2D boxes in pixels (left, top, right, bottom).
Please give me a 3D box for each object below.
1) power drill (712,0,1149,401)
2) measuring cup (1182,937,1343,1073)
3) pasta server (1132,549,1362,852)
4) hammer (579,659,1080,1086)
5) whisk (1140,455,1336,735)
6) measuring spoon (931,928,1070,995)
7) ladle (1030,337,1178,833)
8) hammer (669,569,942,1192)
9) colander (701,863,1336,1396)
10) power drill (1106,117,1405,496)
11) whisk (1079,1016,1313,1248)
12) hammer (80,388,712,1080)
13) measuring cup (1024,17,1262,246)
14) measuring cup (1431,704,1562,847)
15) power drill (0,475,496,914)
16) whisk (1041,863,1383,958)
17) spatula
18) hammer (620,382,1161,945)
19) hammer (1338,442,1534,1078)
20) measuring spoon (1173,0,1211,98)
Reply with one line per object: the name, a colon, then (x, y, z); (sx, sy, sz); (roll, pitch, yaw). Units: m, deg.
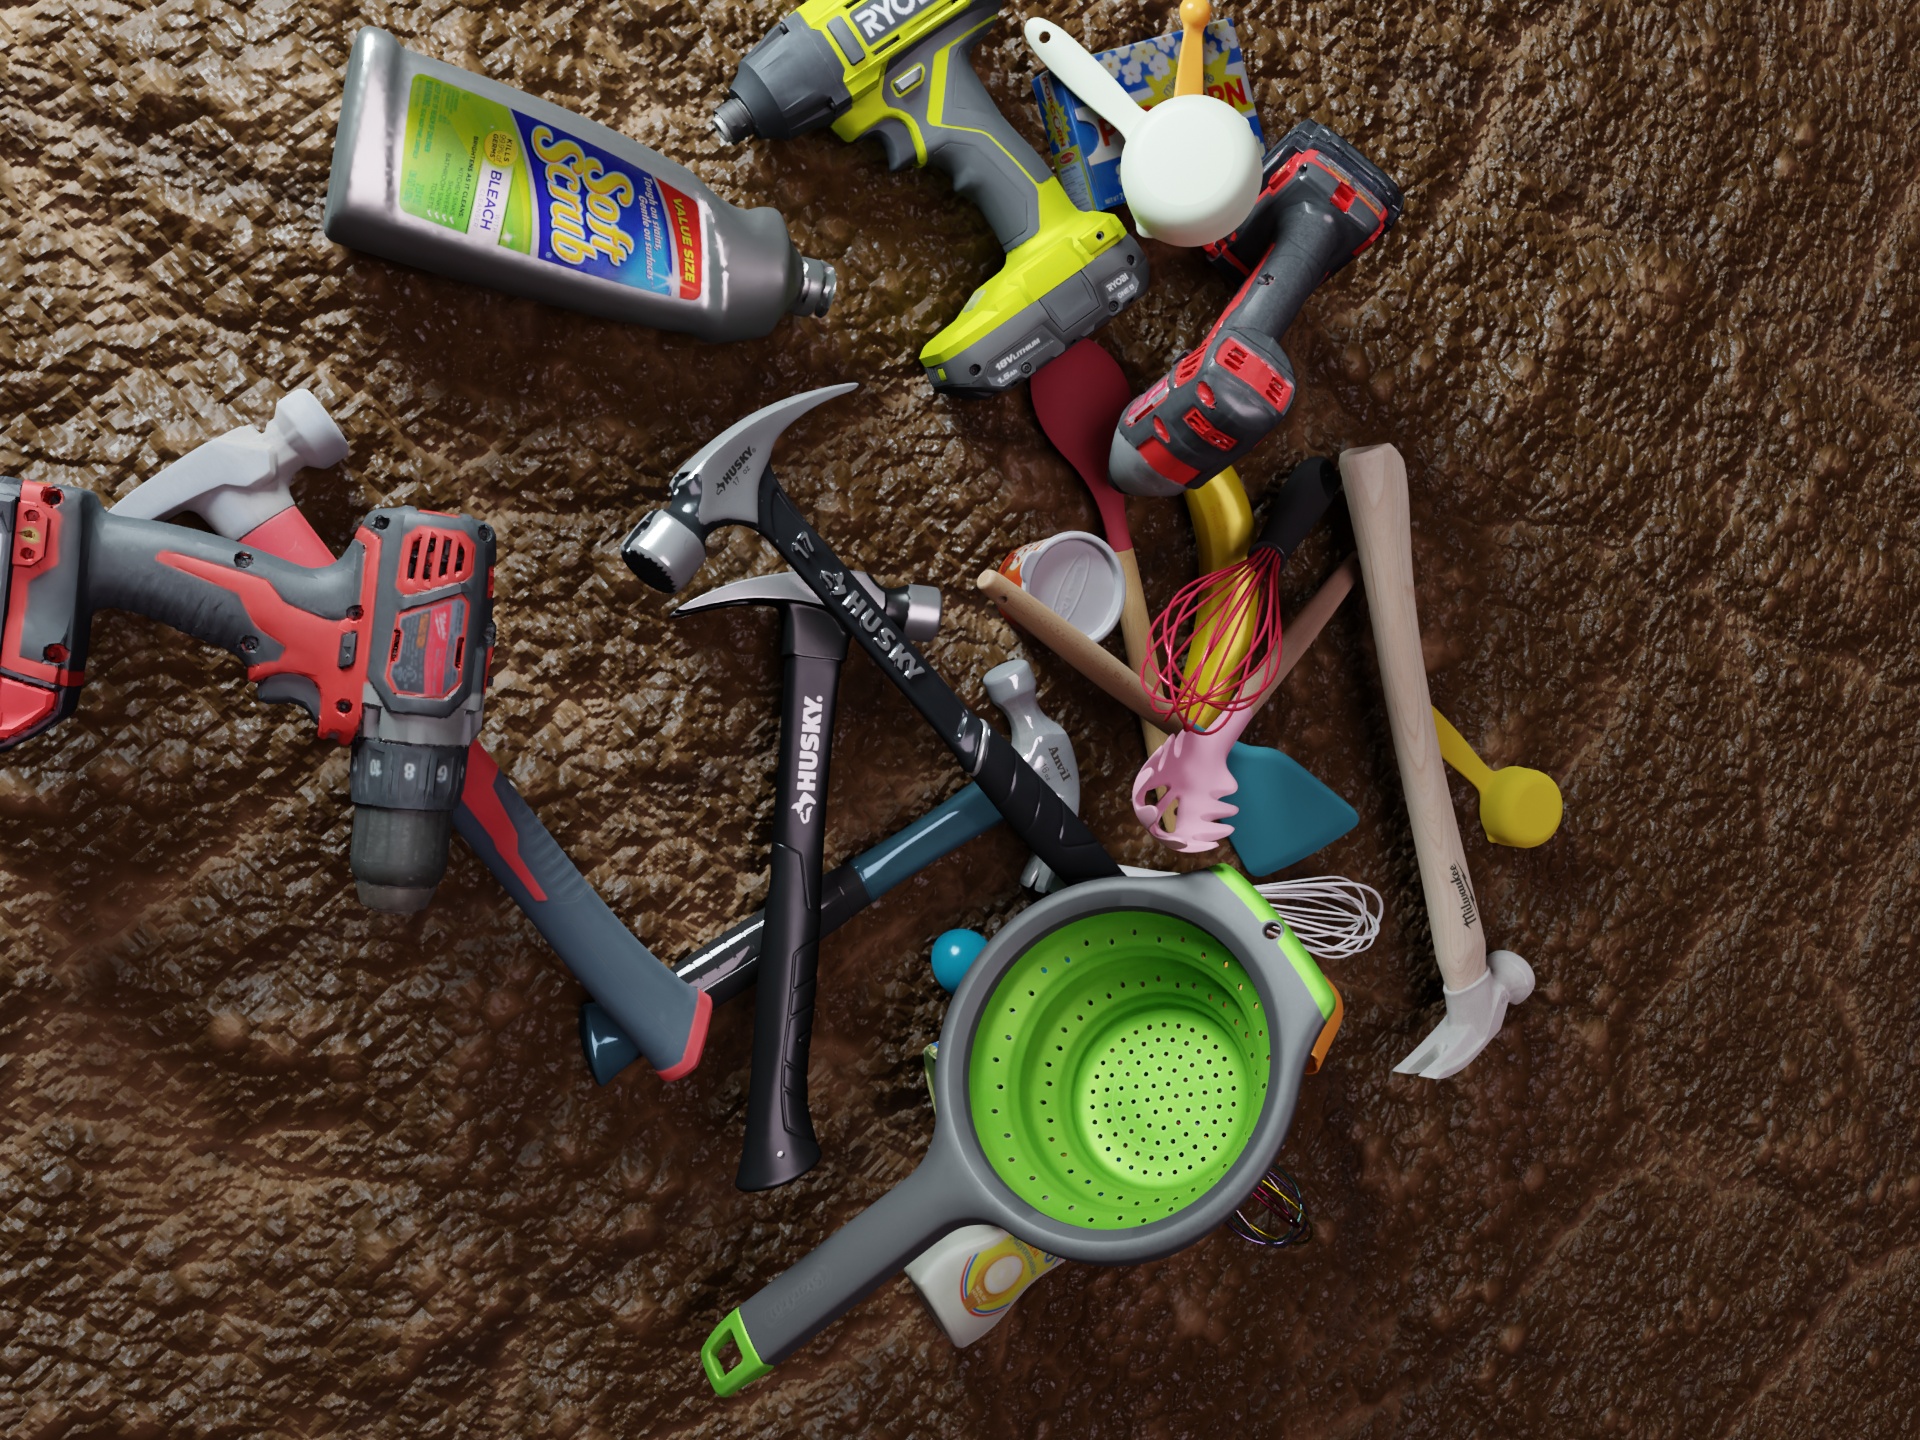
power drill: (-0.013, -0.294, 0.867); (0.171, 0.080, 0.223); (-36, 105, -6)
measuring cup: (0.175, 0.152, 0.981); (0.052, 0.095, 0.173); (-55, 128, -20)
pasta server: (0.183, -0.023, 0.941); (0.060, 0.040, 0.316); (48, 50, -5)
hammer: (-0.070, 0.098, 0.906); (0.331, 0.033, 0.128); (-31, 106, -18)
whisk: (0.172, -0.084, 0.923); (0.073, 0.073, 0.296); (59, 40, -18)
measuring spoon: (0.043, 0.147, 0.962); (0.128, 0.021, 0.042); (8, 62, -29)
ladle: (0.101, -0.079, 0.970); (0.069, 0.031, 0.315); (-20, 105, -26)
hammer: (-0.094, 0.083, 0.858); (0.146, 0.035, 0.335); (6, 84, -17)
colander: (0.032, 0.246, 0.874); (0.397, 0.205, 0.094); (-39, 143, 5)
power drill: (0.157, -0.222, 0.906); (0.078, 0.143, 0.220); (35, 64, -12)
whisk: (0.147, 0.260, 1.017); (0.051, 0.047, 0.244); (-47, 108, -12)
hammer: (-0.262, 0.036, 0.790); (0.143, 0.038, 0.386); (-38, 104, -15)
measuring cup: (0.093, -0.331, 0.865); (0.167, 0.038, 0.083); (45, 101, 7)
measuring cup: (0.361, 0.032, 1.097); (0.156, 0.029, 0.062); (40, 79, -23)
power drill: (-0.326, -0.012, 0.708); (0.226, 0.080, 0.188); (6, 91, -22)
whisk: (0.163, 0.113, 1.008); (0.246, 0.058, 0.059); (11, 121, -21)
spatula: (0.118, 0.000, 0.937); (0.082, 0.044, 0.317); (-33, 133, 27)
hammer: (-0.001, -0.003, 0.866); (0.408, 0.036, 0.149); (49, 63, -29)
hammer: (0.294, 0.027, 1.032); (0.146, 0.038, 0.410); (-27, 108, -42)
measuring spoon: (0.134, -0.360, 0.919); (0.021, 0.011, 0.117); (1, 95, -25)
